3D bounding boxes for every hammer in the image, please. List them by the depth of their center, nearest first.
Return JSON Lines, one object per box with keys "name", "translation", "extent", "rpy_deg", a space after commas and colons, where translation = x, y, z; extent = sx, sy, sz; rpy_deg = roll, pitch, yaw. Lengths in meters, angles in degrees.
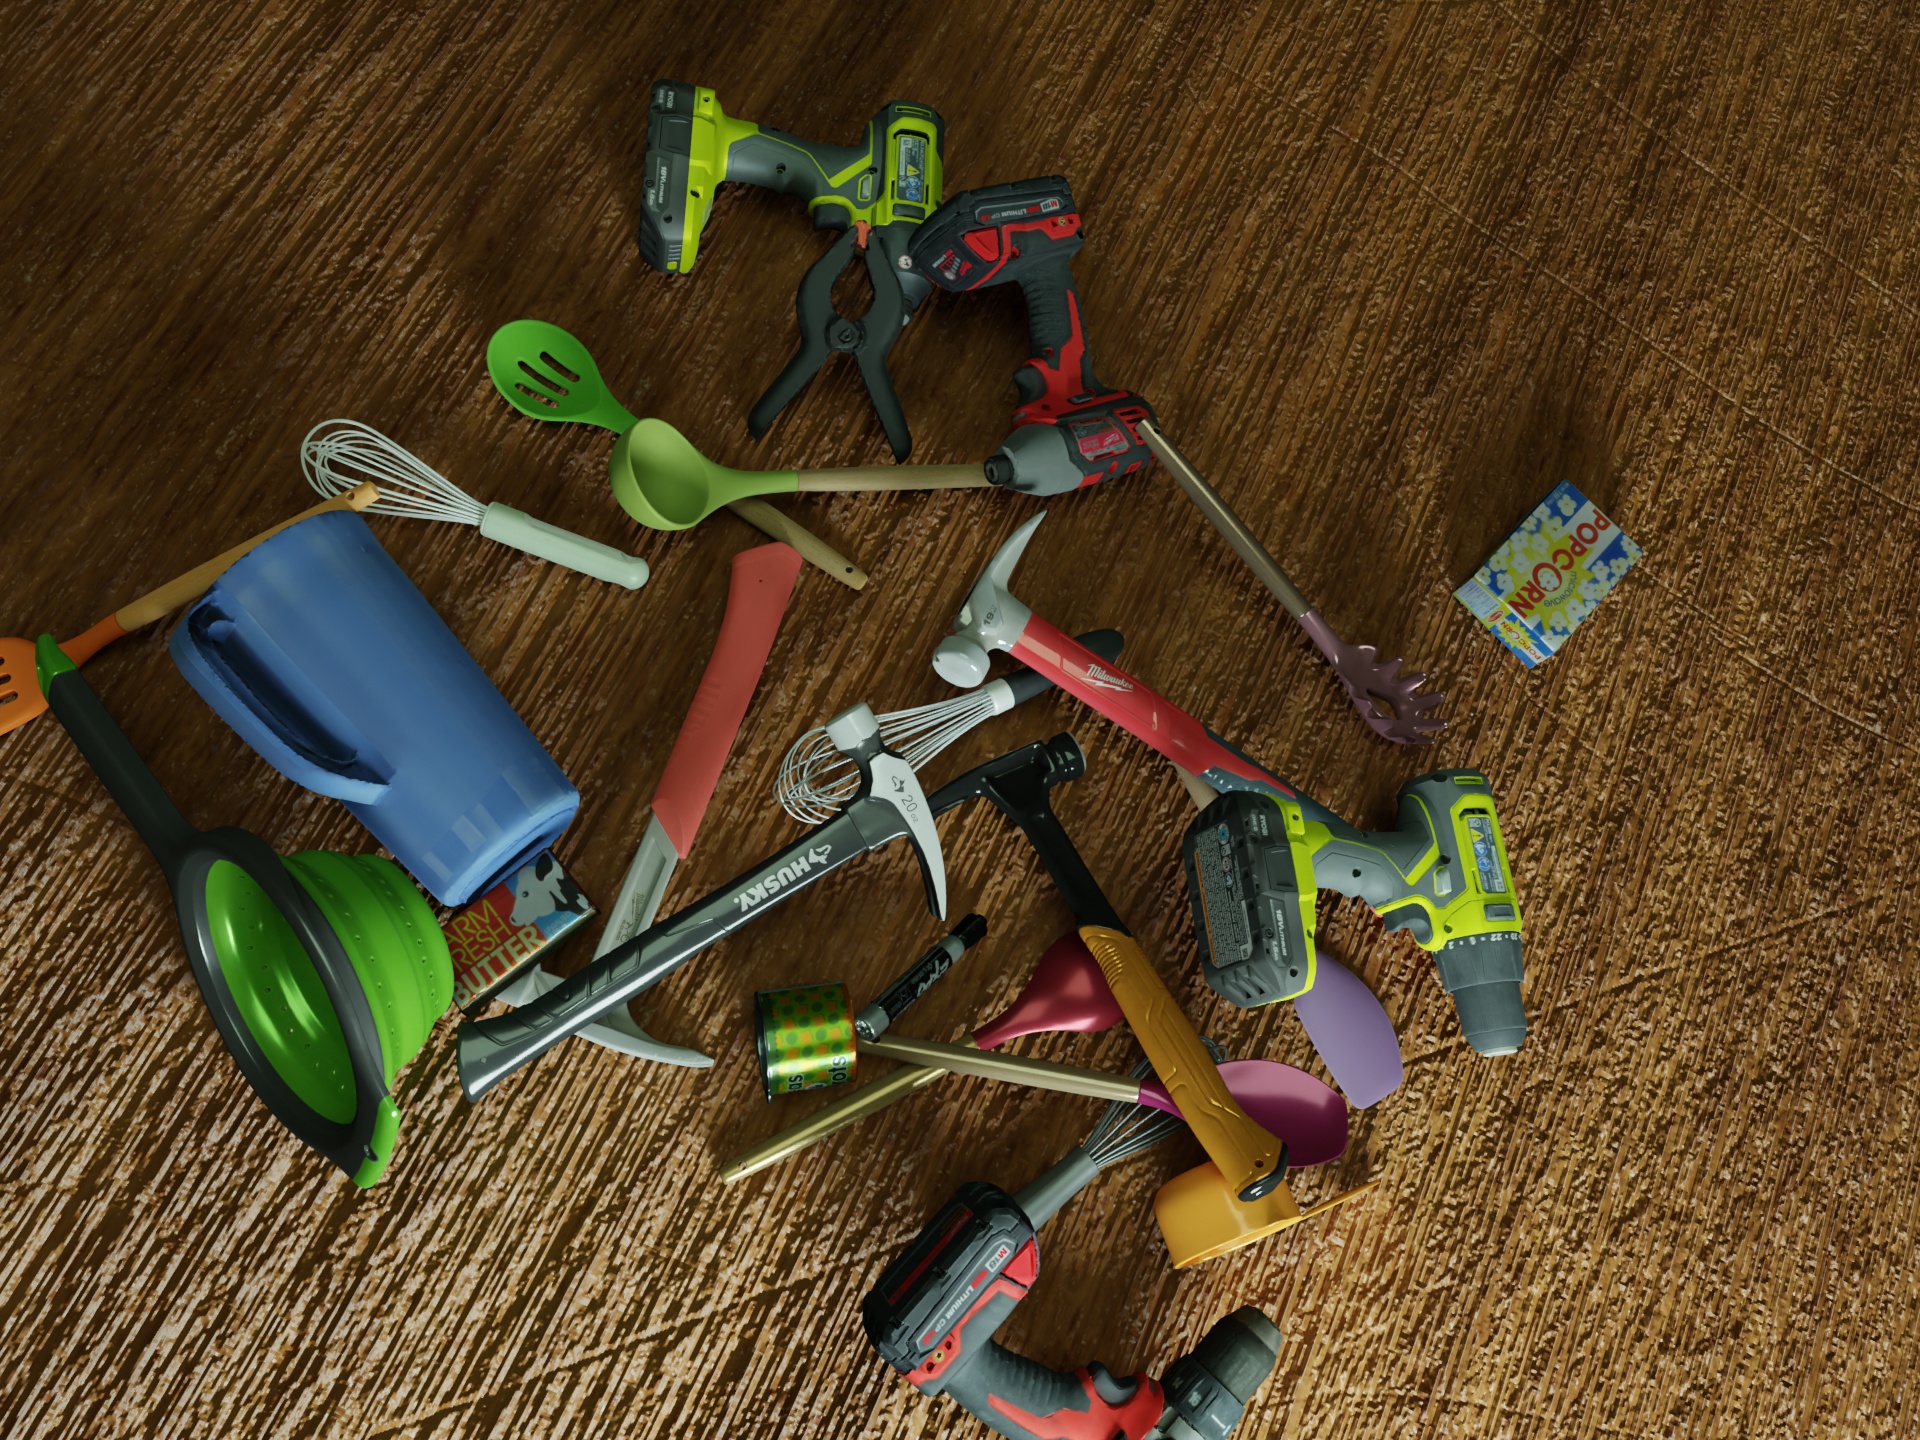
{"name": "hammer", "translation": [-0.163, 0.135, 0.994], "extent": [0.335, 0.035, 0.146], "rpy_deg": [-32, 96, -12]}
{"name": "hammer", "translation": [0.099, 0.160, 1.033], "extent": [0.127, 0.034, 0.337], "rpy_deg": [-23, 62, -18]}
{"name": "hammer", "translation": [-0.174, 0.044, 1.067], "extent": [0.149, 0.036, 0.359], "rpy_deg": [21, 71, -3]}
{"name": "hammer", "translation": [0.172, 0.008, 1.117], "extent": [0.386, 0.038, 0.143], "rpy_deg": [33, 61, -7]}

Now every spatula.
{"name": "spatula", "translation": [-0.518, -0.075, 1.014], "extent": [0.322, 0.041, 0.081], "rpy_deg": [-27, 79, 2]}
{"name": "spatula", "translation": [0.217, 0.123, 1.122], "extent": [0.060, 0.018, 0.316], "rpy_deg": [-28, 81, -18]}

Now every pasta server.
{"name": "pasta server", "translation": [0.238, -0.102, 1.159], "extent": [0.316, 0.040, 0.060], "rpy_deg": [48, 56, -6]}

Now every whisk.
{"name": "whisk", "translation": [0.082, 0.286, 1.034], "extent": [0.239, 0.055, 0.055], "rpy_deg": [-36, 82, -15]}
{"name": "whisk", "translation": [-0.332, -0.143, 1.093], "extent": [0.246, 0.058, 0.059], "rpy_deg": [20, 105, -8]}
{"name": "whisk", "translation": [-0.001, -0.003, 1.103], "extent": [0.284, 0.070, 0.070], "rpy_deg": [-25, 79, -21]}

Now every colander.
{"name": "colander", "translation": [-0.420, 0.086, 0.958], "extent": [0.094, 0.204, 0.397], "rpy_deg": [-28, 70, -43]}

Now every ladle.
{"name": "ladle", "translation": [-0.014, 0.224, 1.046], "extent": [0.315, 0.031, 0.069], "rpy_deg": [-25, 77, -15]}
{"name": "ladle", "translation": [-0.088, -0.175, 1.124], "extent": [0.320, 0.062, 0.078], "rpy_deg": [-5, 76, -20]}

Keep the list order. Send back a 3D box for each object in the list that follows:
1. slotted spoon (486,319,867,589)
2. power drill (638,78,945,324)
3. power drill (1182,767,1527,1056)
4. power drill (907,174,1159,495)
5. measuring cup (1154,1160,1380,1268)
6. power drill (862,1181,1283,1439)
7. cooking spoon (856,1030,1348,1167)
{"name": "slotted spoon", "translation": [-0.200, -0.184, 1.138], "extent": [0.314, 0.031, 0.070], "rpy_deg": [34, 70, -1]}
{"name": "power drill", "translation": [-0.124, -0.388, 1.190], "extent": [0.223, 0.080, 0.171], "rpy_deg": [5, 77, -12]}
{"name": "power drill", "translation": [0.271, 0.128, 1.046], "extent": [0.228, 0.080, 0.191], "rpy_deg": [2, 70, -23]}
{"name": "power drill", "translation": [0.051, -0.272, 1.159], "extent": [0.143, 0.078, 0.219], "rpy_deg": [-21, 92, -30]}
{"name": "measuring cup", "translation": [0.203, 0.305, 1.041], "extent": [0.173, 0.095, 0.052], "rpy_deg": [-8, 63, -33]}
{"name": "power drill", "translation": [0.073, 0.383, 0.968], "extent": [0.226, 0.080, 0.188], "rpy_deg": [46, 78, -6]}
{"name": "cooking spoon", "translation": [0.088, 0.233, 1.019], "extent": [0.319, 0.017, 0.069], "rpy_deg": [10, 58, 4]}
